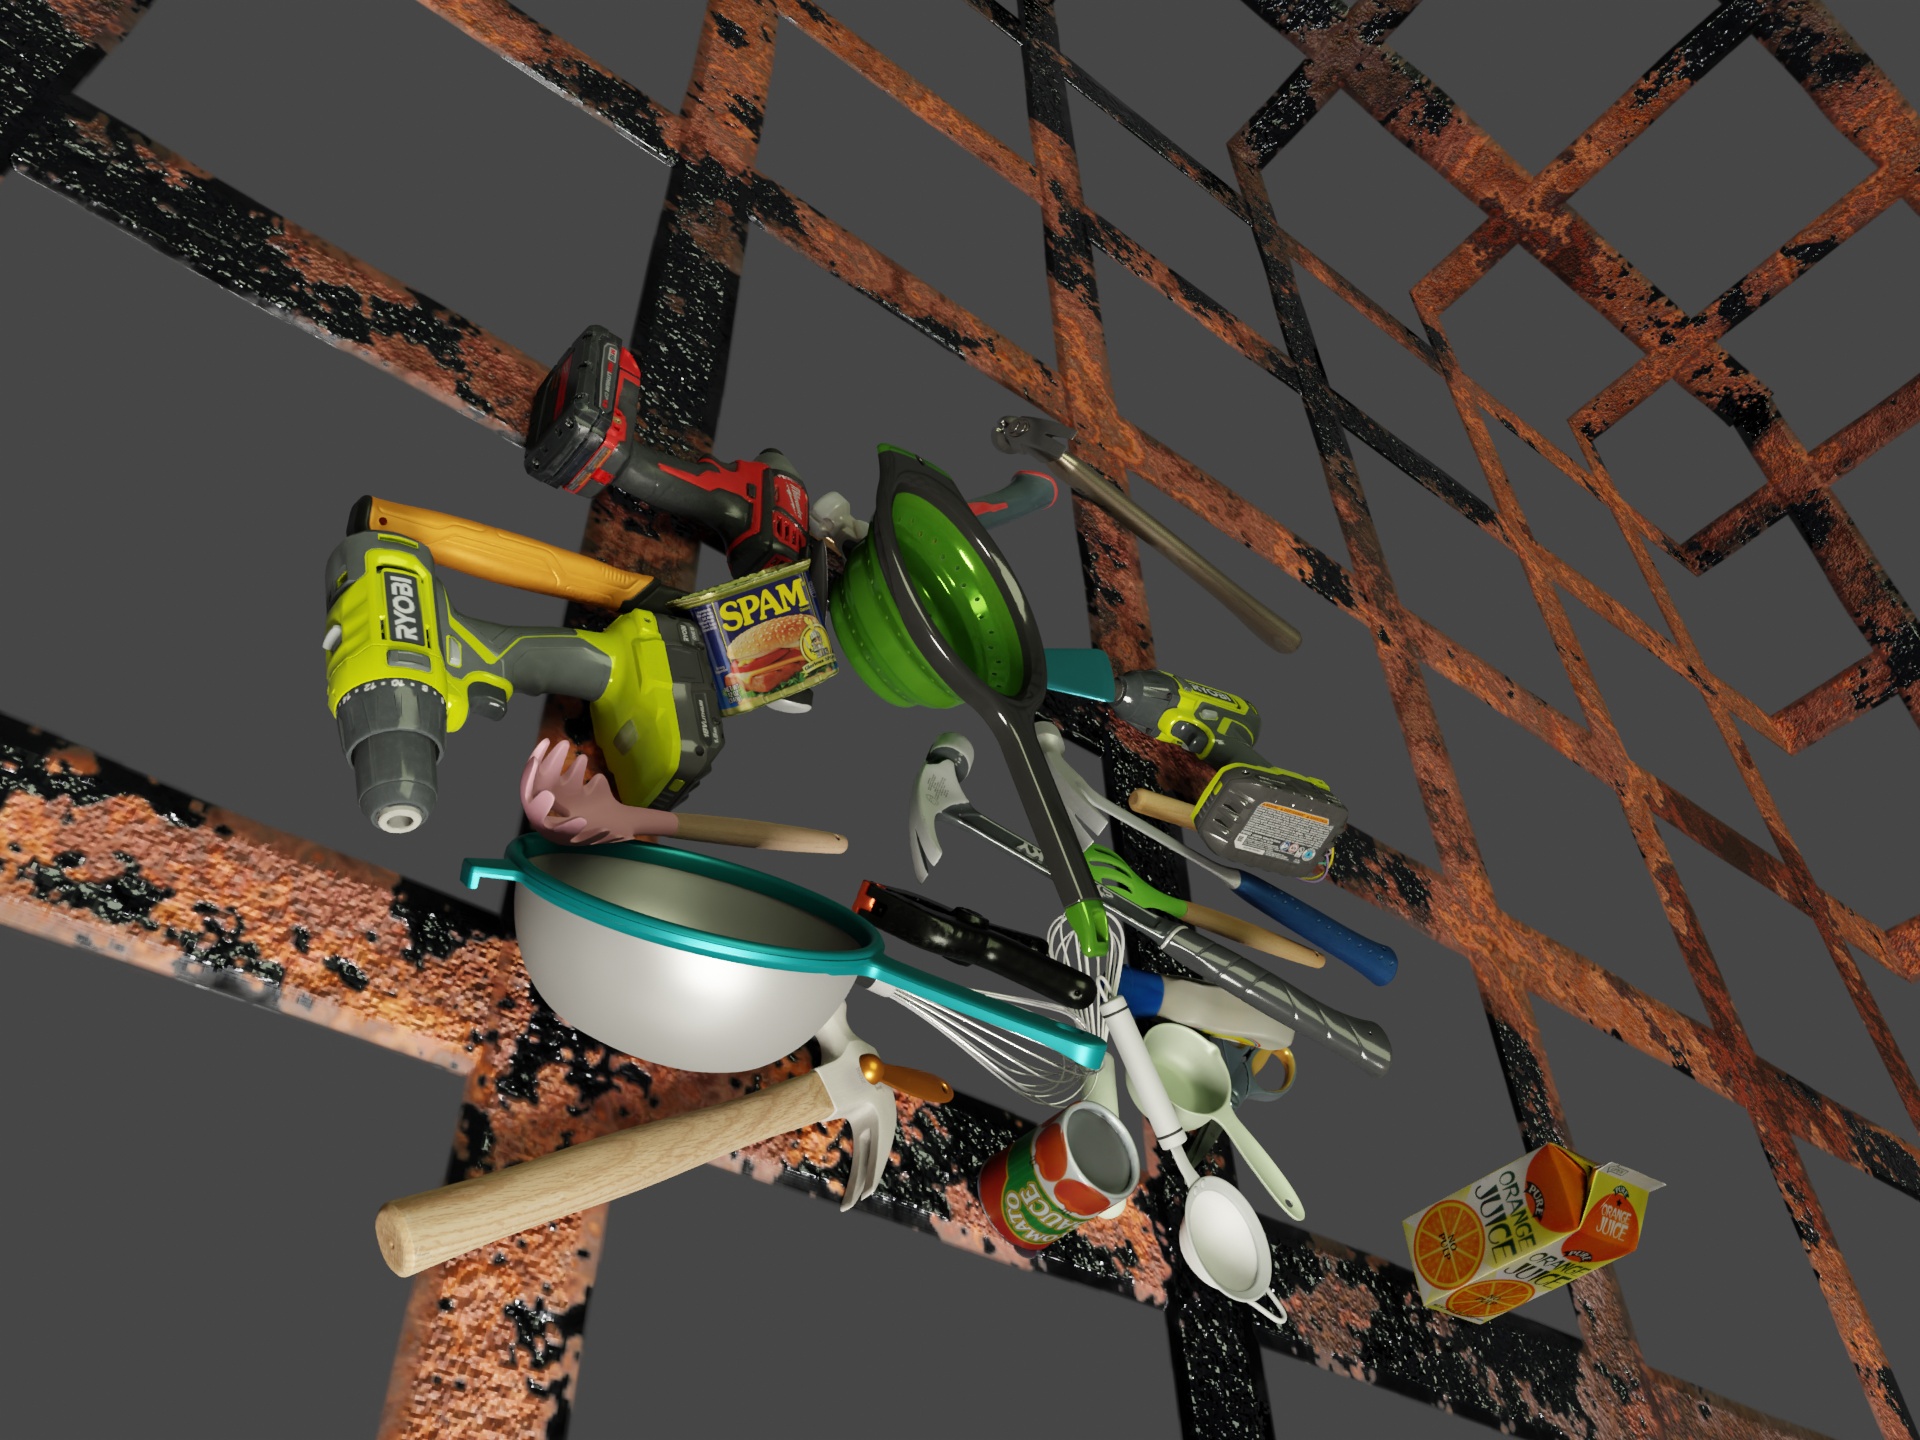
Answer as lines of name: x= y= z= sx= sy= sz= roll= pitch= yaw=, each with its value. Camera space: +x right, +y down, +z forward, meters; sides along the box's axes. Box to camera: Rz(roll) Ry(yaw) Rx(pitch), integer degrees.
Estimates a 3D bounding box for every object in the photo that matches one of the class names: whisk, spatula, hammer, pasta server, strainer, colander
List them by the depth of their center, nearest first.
strainer: x=-0.095 y=0.154 z=0.857 sx=0.340 sy=0.095 sz=0.211 roll=18 pitch=3 yaw=12
hammer: x=-0.157 y=0.233 z=0.862 sx=0.331 sy=0.031 sz=0.130 roll=-6 pitch=60 yaw=-50
pasta server: x=-0.155 y=0.061 z=0.969 sx=0.316 sy=0.040 sz=0.060 roll=15 pitch=40 yaw=-60
whisk: x=-0.024 y=0.180 z=1.046 sx=0.284 sy=0.070 sz=0.070 roll=28 pitch=38 yaw=-20
hammer: x=-0.239 y=-0.099 z=1.073 sx=0.336 sy=0.034 sz=0.127 roll=14 pitch=76 yaw=-35
strainer: x=0.148 y=0.295 z=1.095 sx=0.087 sy=0.050 sz=0.258 roll=-14 pitch=77 yaw=-54
whisk: x=0.096 y=0.234 z=1.132 sx=0.058 sy=0.059 sz=0.247 roll=-5 pitch=50 yaw=4
colander: x=-0.002 y=-0.004 z=1.142 sx=0.204 sy=0.094 sz=0.397 roll=13 pitch=52 yaw=-60
hammer: x=0.140 y=0.152 z=1.165 sx=0.409 sy=0.036 sz=0.149 roll=30 pitch=31 yaw=-5
hammer: x=0.224 y=0.134 z=1.346 sx=0.405 sy=0.035 sz=0.144 roll=30 pitch=20 yaw=-25
spatula: x=-0.005 y=-0.100 z=1.356 sx=0.317 sy=0.044 sz=0.082 roll=31 pitch=30 yaw=-21
hammer: x=0.012 y=-0.167 z=1.415 sx=0.143 sy=0.038 sz=0.386 roll=43 pitch=28 yaw=9
whisk: x=0.250 y=0.097 z=1.440 sx=0.244 sy=0.047 sz=0.051 roll=18 pitch=26 yaw=-31
hammer: x=0.214 y=-0.183 z=1.637 sx=0.410 sy=0.038 sz=0.146 roll=33 pitch=-1 yaw=-27

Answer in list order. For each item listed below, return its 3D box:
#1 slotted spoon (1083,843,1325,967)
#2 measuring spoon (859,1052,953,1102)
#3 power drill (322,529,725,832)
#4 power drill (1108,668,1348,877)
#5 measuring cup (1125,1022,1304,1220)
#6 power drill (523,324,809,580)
slotted spoon: x=0.203 y=0.163 z=1.335 sx=0.313 sy=0.031 sz=0.070 roll=23 pitch=38 yaw=-34
measuring spoon: x=-0.030 y=0.223 z=0.994 sx=0.116 sy=0.011 sz=0.021 roll=35 pitch=28 yaw=-56
power drill: x=-0.262 y=-0.009 z=0.952 sx=0.228 sy=0.080 sz=0.191 roll=11 pitch=47 yaw=-38
power drill: x=0.225 y=0.034 z=1.403 sx=0.171 sy=0.080 sz=0.223 roll=16 pitch=24 yaw=-30
measuring cup: x=0.183 y=0.297 z=1.150 sx=0.083 sy=0.038 sz=0.168 roll=-20 pitch=65 yaw=-47
power drill: x=-0.208 y=-0.193 z=1.200 sx=0.219 sy=0.078 sz=0.143 roll=28 pitch=39 yaw=-31
